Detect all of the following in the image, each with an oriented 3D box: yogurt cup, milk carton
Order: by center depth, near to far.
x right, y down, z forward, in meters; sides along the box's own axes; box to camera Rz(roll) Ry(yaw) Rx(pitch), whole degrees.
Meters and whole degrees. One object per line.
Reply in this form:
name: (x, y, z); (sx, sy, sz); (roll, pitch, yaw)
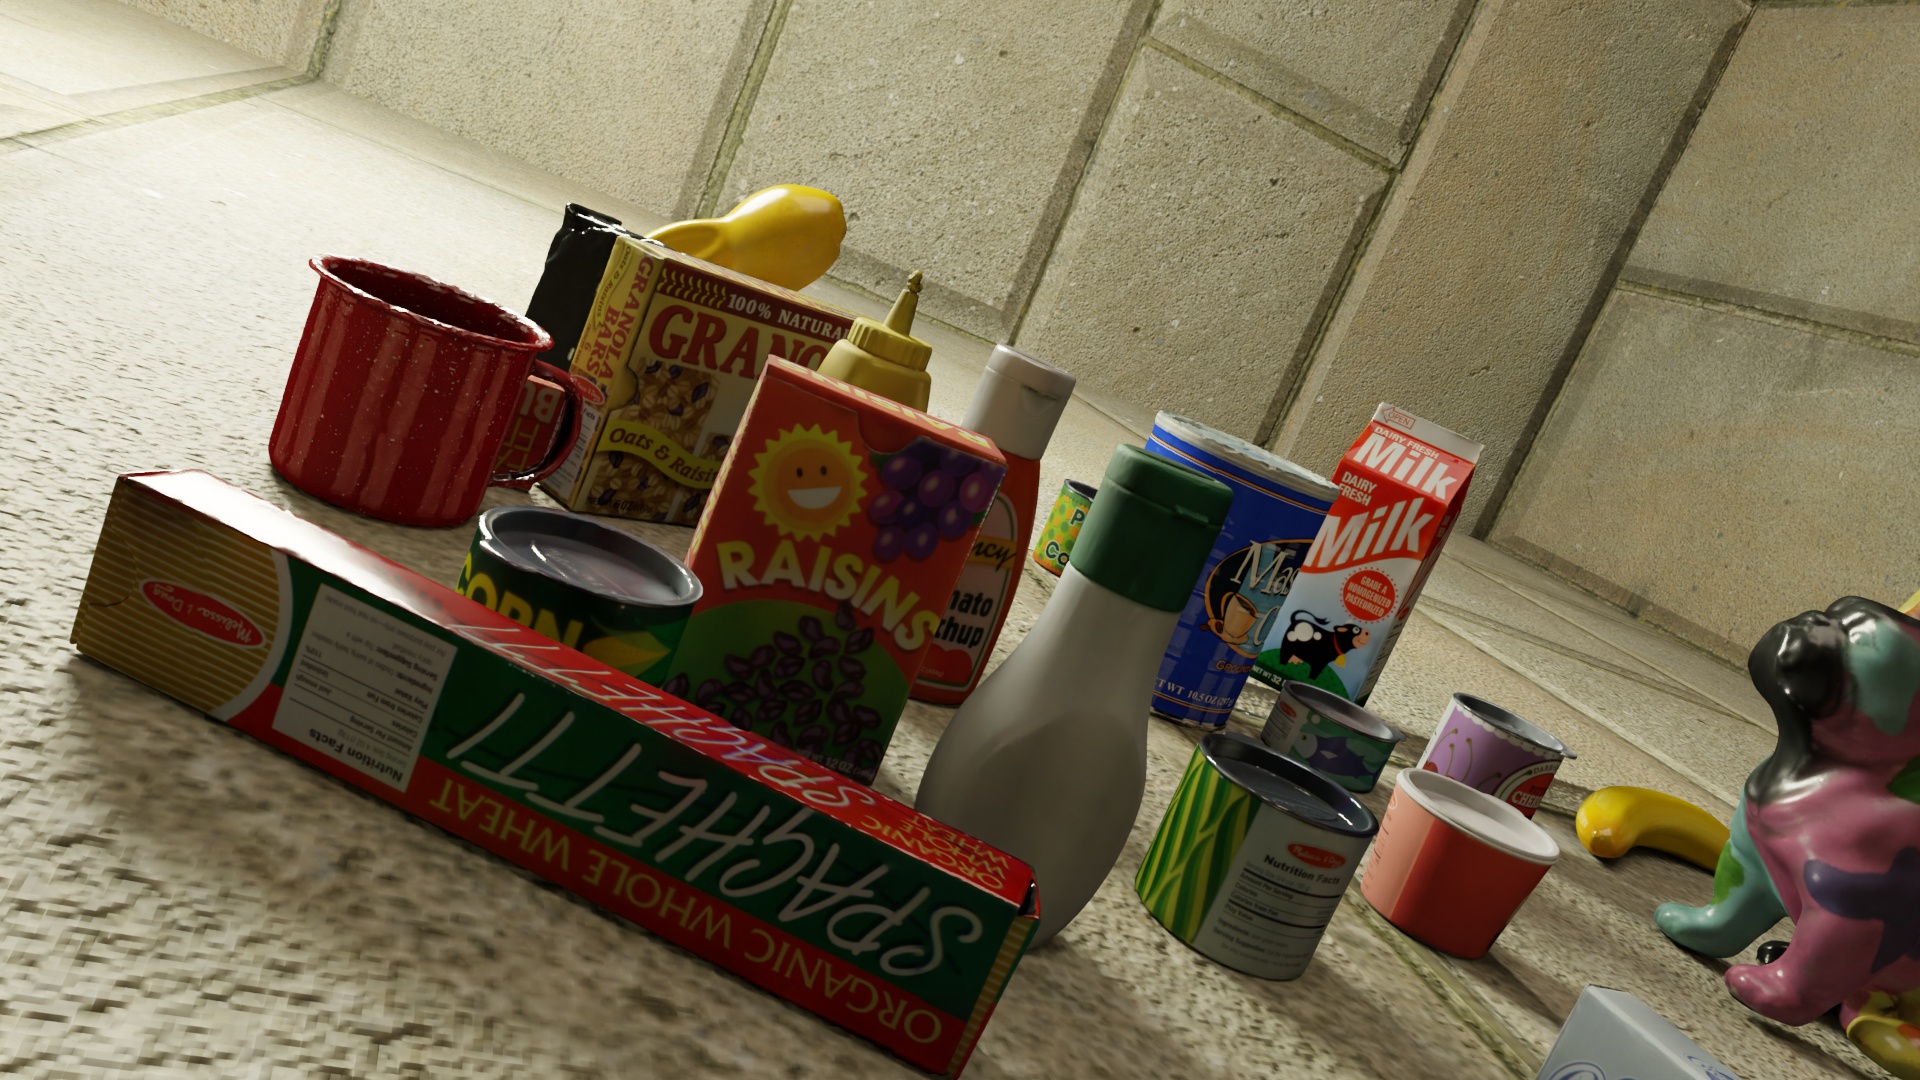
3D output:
yogurt cup: (0.200, 0.133, 0.569); (0.072, 0.054, 0.072); (22, 11, -5)
milk carton: (0.258, 0.012, 0.884); (0.072, 0.190, 0.073); (28, 12, 23)

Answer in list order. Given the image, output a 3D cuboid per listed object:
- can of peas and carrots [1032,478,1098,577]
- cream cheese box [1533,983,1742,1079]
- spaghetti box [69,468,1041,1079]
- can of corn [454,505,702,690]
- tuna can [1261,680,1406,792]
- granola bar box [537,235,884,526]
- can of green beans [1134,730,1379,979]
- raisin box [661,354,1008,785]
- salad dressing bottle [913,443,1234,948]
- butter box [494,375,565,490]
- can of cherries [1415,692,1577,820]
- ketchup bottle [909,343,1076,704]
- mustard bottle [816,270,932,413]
can of peas and carrots: (0.089, -0.002, 0.951); (0.071, 0.058, 0.071); (22, 11, -5)
cream cheese box: (0.207, 0.177, 0.384); (0.024, 0.053, 0.104); (17, 13, -31)
spaghetti box: (-0.102, 0.055, 0.346); (0.250, 0.050, 0.029); (24, 11, 5)
can of corn: (-0.119, 0.029, 0.406); (0.071, 0.058, 0.071); (22, 11, -5)
tuna can: (0.200, 0.105, 0.744); (0.071, 0.032, 0.071); (22, 11, -5)
granola bar box: (-0.115, -0.068, 0.690); (0.039, 0.124, 0.166); (31, 14, 36)
can of green beans: (0.101, 0.108, 0.479); (0.071, 0.057, 0.071); (22, 11, -5)
raisin box: (-0.048, 0.010, 0.468); (0.086, 0.123, 0.040); (21, 11, -12)
salad dressing bottle: (0.034, 0.045, 0.406); (0.064, 0.147, 0.044); (19, 12, -22)
butter box: (-0.231, -0.061, 0.608); (0.103, 0.053, 0.024); (16, 13, -32)
can of cherries: (0.294, 0.126, 0.769); (0.071, 0.058, 0.071); (22, 11, -5)
ketchup bottle: (0.002, -0.007, 0.580); (0.065, 0.148, 0.043); (19, 12, -23)
mustard bottle: (-0.048, -0.053, 0.659); (0.065, 0.160, 0.049); (16, 13, -33)
